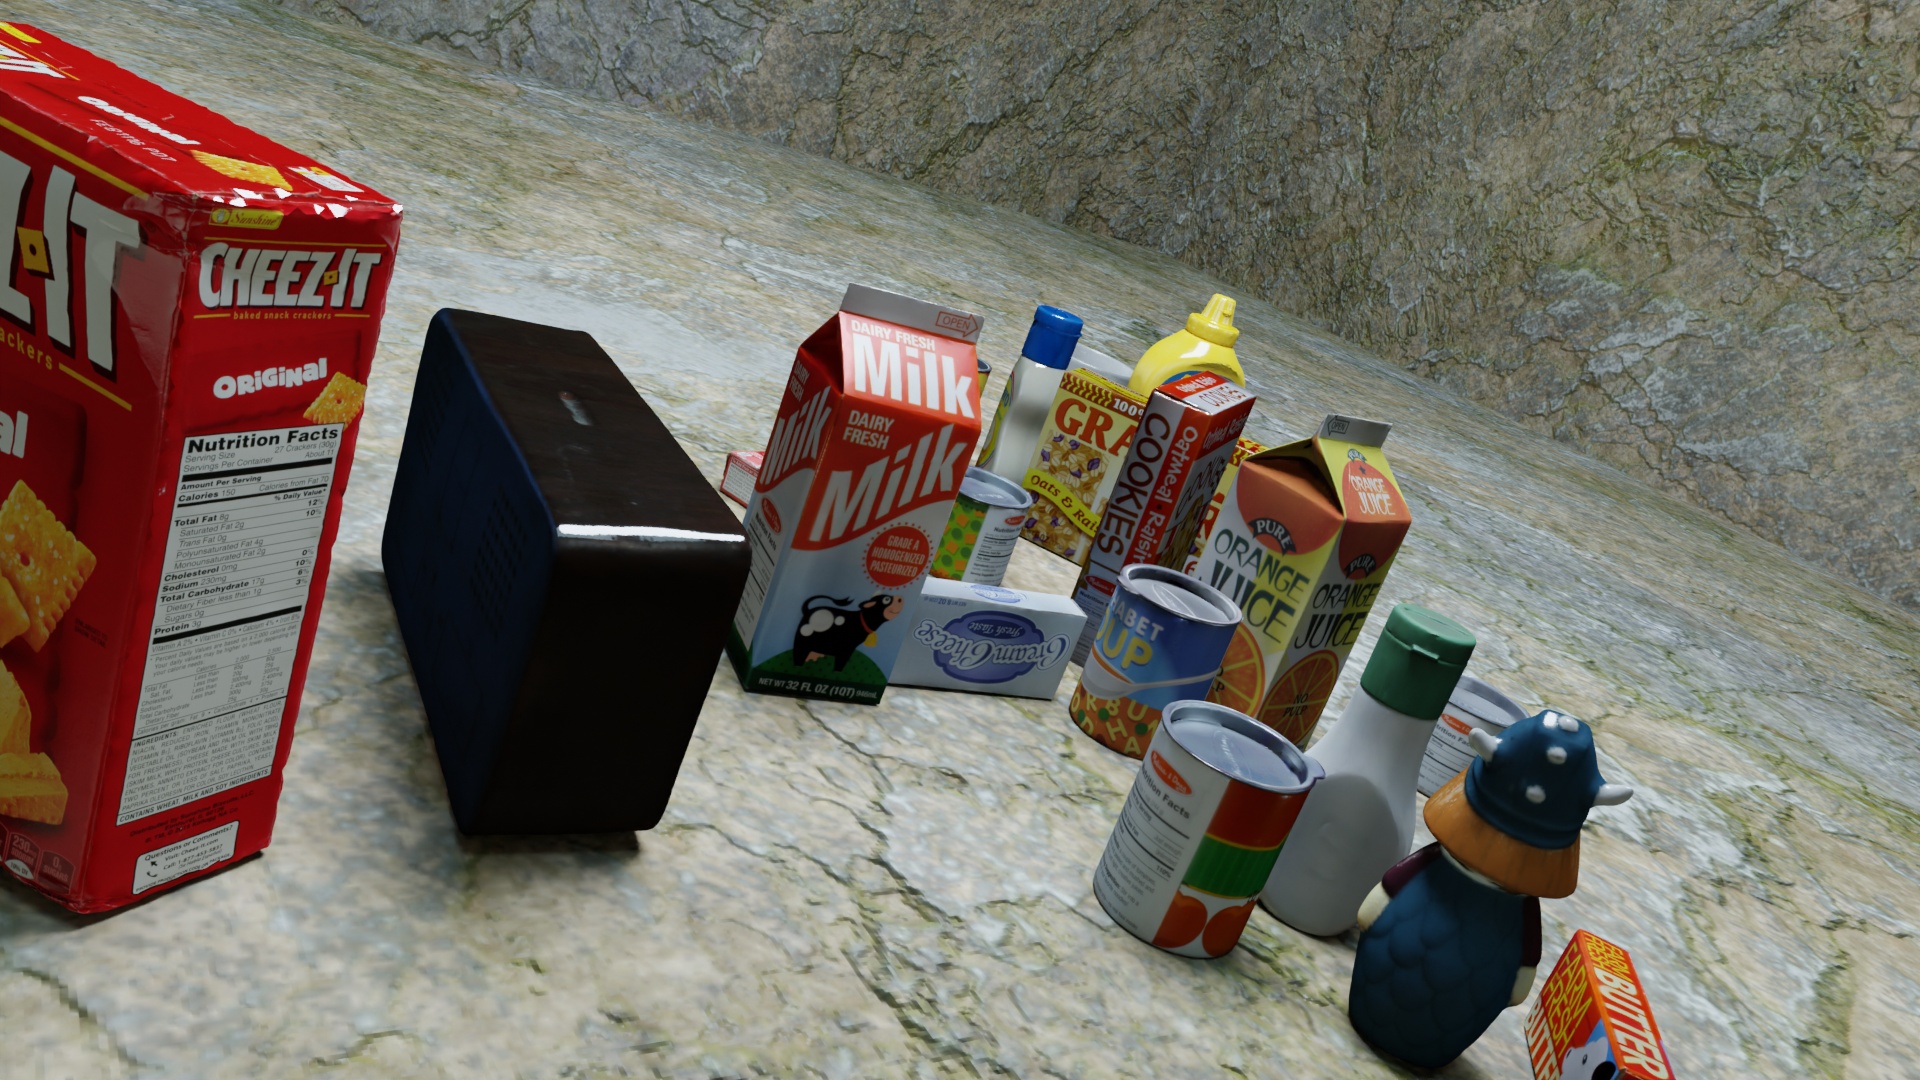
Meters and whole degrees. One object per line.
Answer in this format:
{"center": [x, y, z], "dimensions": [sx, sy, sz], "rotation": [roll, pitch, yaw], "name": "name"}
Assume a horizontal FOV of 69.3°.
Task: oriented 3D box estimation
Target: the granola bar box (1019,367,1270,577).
{"center": [0.129, -0.031, 0.958], "dimensions": [0.166, 0.123, 0.039], "rotation": [27, 19, 19], "name": "granola bar box"}

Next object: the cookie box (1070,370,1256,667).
{"center": [0.117, -0.014, 0.832], "dimensions": [0.040, 0.166, 0.123], "rotation": [25, 19, 16], "name": "cookie box"}

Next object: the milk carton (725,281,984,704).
{"center": [-0.050, -0.024, 0.655], "dimensions": [0.072, 0.189, 0.074], "rotation": [10, 20, -28], "name": "milk carton"}

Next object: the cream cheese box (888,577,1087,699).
{"center": [0.011, 0.051, 0.720], "dimensions": [0.104, 0.053, 0.024], "rotation": [9, 21, -30], "name": "cream cheese box"}

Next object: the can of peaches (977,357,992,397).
{"center": [-0.015, -0.134, 1.204], "dimensions": [0.071, 0.058, 0.071], "rotation": [18, 18, -6], "name": "can of peaches"}

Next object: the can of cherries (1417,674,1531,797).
{"center": [0.292, 0.116, 0.815], "dimensions": [0.071, 0.058, 0.072], "rotation": [18, 18, -6], "name": "can of cherries"}

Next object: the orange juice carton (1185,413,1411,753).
{"center": [0.178, 0.021, 0.755], "dimensions": [0.072, 0.192, 0.073], "rotation": [1, 26, -44], "name": "orange juice carton"}

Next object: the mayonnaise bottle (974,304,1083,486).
{"center": [0.049, -0.100, 1.033], "dimensions": [0.041, 0.147, 0.065], "rotation": [16, 18, -11], "name": "mayonnaise bottle"}

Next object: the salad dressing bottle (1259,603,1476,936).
{"center": [0.176, 0.100, 0.604], "dimensions": [0.064, 0.147, 0.044], "rotation": [25, 19, 15], "name": "salad dressing bottle"}

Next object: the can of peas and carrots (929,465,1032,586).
{"center": [0.003, -0.011, 0.877], "dimensions": [0.071, 0.058, 0.071], "rotation": [18, 18, -6], "name": "can of peas and carrots"}

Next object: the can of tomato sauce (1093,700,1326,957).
{"center": [0.101, 0.119, 0.575], "dimensions": [0.071, 0.082, 0.071], "rotation": [18, 18, -6], "name": "can of tomato sauce"}

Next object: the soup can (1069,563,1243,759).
{"center": [0.099, 0.063, 0.728], "dimensions": [0.071, 0.083, 0.071], "rotation": [18, 18, -6], "name": "soup can"}

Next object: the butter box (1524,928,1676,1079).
{"center": [0.247, 0.201, 0.541], "dimensions": [0.024, 0.053, 0.104], "rotation": [23, 19, 9], "name": "butter box"}
